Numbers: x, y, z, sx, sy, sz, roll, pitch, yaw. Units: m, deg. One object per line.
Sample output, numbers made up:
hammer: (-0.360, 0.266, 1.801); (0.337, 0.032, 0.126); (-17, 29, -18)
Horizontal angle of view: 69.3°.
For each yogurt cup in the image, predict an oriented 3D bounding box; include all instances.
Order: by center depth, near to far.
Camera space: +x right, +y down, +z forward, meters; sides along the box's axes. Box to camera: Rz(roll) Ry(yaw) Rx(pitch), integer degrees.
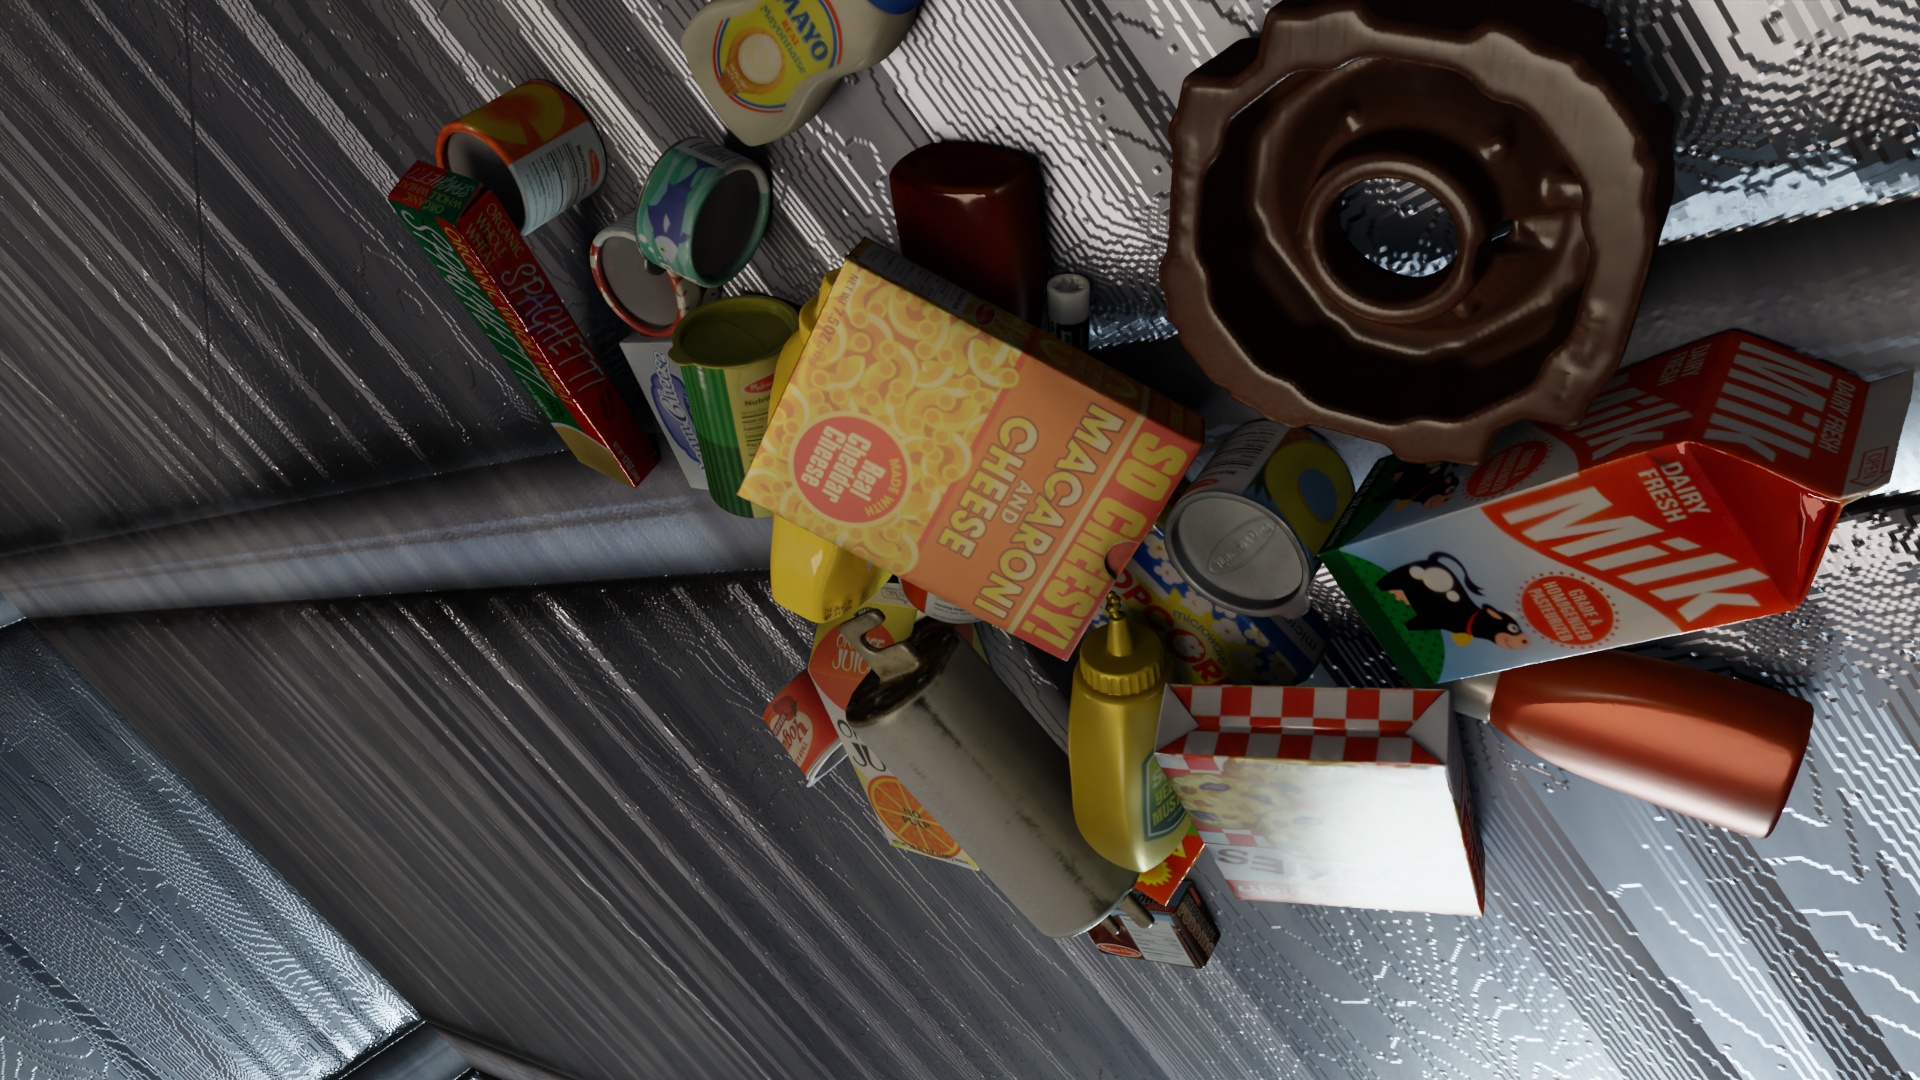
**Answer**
yogurt cup: (-0.092, 0.116, 0.910); (0.054, 0.073, 0.072); (44, 143, 10)

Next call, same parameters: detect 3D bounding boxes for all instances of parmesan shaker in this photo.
parmesan shaker: (-0.114, -0.069, 0.744); (0.071, 0.072, 0.102); (21, 138, 25)

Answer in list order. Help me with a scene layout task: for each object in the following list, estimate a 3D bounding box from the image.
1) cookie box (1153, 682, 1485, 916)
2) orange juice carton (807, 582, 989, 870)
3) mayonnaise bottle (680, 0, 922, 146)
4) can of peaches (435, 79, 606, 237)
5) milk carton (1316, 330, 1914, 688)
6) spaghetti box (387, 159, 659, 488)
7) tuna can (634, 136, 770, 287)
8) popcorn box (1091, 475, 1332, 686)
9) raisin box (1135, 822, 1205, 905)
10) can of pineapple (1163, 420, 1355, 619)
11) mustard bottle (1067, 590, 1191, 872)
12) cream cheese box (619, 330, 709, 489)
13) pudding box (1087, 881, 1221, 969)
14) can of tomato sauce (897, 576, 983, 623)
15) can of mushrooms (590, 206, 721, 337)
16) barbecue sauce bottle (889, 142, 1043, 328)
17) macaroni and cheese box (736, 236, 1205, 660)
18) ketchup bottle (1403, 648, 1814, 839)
cookie box: (0.173, 0.123, 0.648); (0.123, 0.040, 0.166); (-2, 144, 25)
orange juice carton: (-0.026, 0.099, 0.828); (0.072, 0.073, 0.191); (6, 129, 37)
mayonnaise bottle: (-0.055, -0.218, 0.574); (0.147, 0.041, 0.064); (-14, 114, 48)
can of peaches: (-0.233, -0.200, 0.732); (0.071, 0.058, 0.070); (23, 139, 22)
milk carton: (0.233, -0.011, 0.498); (0.073, 0.073, 0.190); (52, 141, -12)
spaghetti box: (-0.237, -0.112, 0.784); (0.050, 0.029, 0.249); (23, 157, 22)
tuna can: (-0.124, -0.156, 0.671); (0.033, 0.071, 0.070); (27, 140, 18)
popcorn box: (0.105, 0.026, 0.673); (0.126, 0.038, 0.085); (46, 143, -6)
raisin box: (0.105, 0.146, 0.788); (0.086, 0.040, 0.122); (31, 142, 13)
can of pineapple: (0.131, -0.009, 0.601); (0.071, 0.058, 0.070); (24, 139, 22)
mustard bottle: (0.082, 0.089, 0.672); (0.049, 0.065, 0.159); (20, 137, 36)
cream cheese box: (-0.153, -0.076, 0.810); (0.053, 0.024, 0.103); (6, 129, 39)
pudding box: (0.115, 0.238, 0.874); (0.083, 0.030, 0.049); (-7, 122, 44)
can of tomato sauce: (0.003, -0.009, 0.705); (0.071, 0.071, 0.082); (29, 143, 16)
can of mushrooms: (-0.163, -0.143, 0.747); (0.071, 0.034, 0.070); (23, 138, 22)
barbecue sauce bottle: (0.009, -0.102, 0.629); (0.065, 0.044, 0.147); (19, 138, 31)
macaroni and cheese box: (0.003, -0.036, 0.605); (0.166, 0.040, 0.123); (27, 117, -3)
ketchup bottle: (0.262, 0.071, 0.575); (0.149, 0.044, 0.064); (18, 138, 28)
